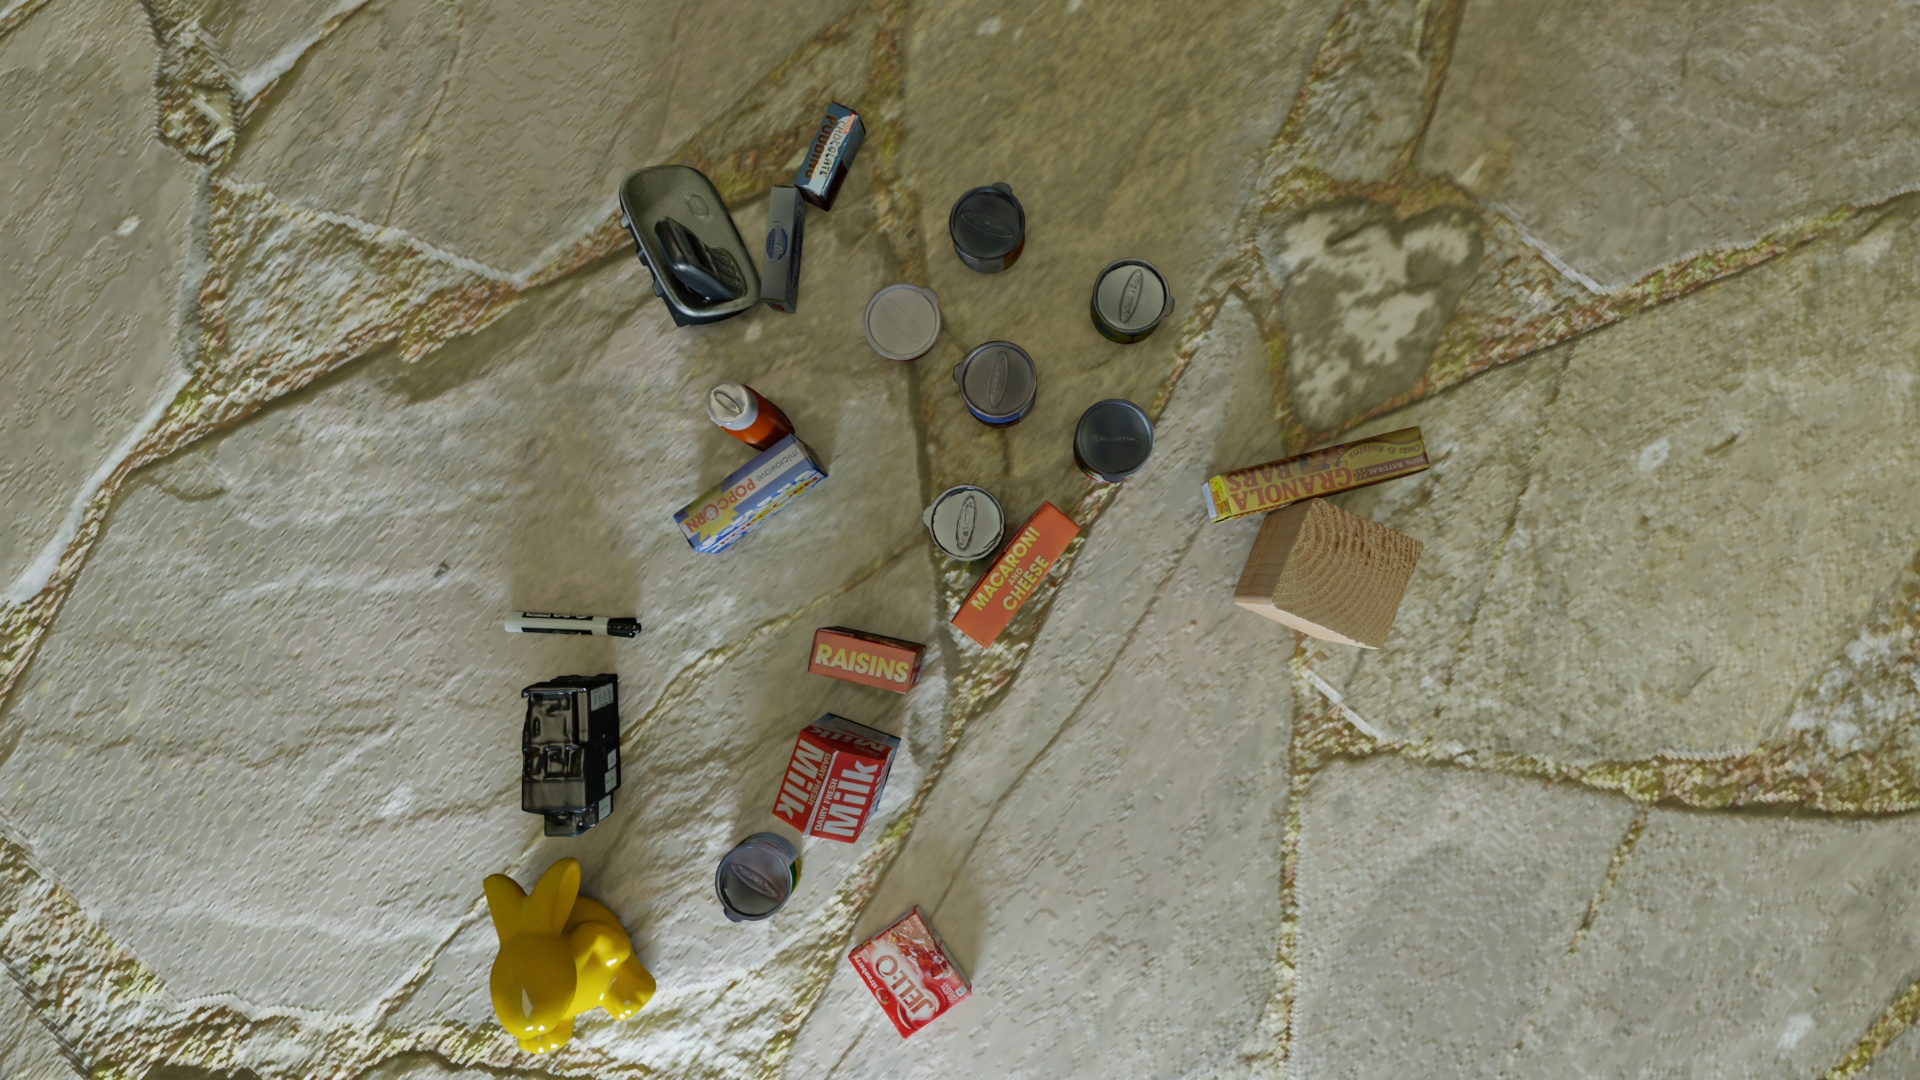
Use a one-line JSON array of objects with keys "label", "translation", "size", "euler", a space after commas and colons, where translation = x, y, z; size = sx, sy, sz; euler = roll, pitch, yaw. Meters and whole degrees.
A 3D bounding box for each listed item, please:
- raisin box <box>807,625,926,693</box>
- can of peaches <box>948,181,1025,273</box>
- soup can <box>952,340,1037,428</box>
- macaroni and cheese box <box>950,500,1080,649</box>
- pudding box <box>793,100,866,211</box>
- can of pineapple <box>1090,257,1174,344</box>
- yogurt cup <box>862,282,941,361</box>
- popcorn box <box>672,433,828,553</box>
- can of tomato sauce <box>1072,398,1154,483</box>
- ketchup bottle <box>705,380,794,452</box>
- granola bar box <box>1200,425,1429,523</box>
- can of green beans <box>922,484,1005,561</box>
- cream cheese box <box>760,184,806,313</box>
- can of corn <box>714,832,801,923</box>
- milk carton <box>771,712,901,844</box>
[{"label": "raisin box", "translation": [-0.077, 0.100, 1.181], "size": [0.086, 0.123, 0.040], "euler": [13, 89, 3]}, {"label": "can of peaches", "translation": [0.026, -0.276, 1.227], "size": [0.071, 0.058, 0.071], "euler": [0, 88, 3]}, {"label": "soup can", "translation": [0.031, -0.135, 1.207], "size": [0.071, 0.084, 0.071], "euler": [0, 88, 3]}, {"label": "macaroni and cheese box", "translation": [0.045, 0.029, 1.157], "size": [0.040, 0.166, 0.123], "euler": [38, 90, 3]}, {"label": "pudding box", "translation": [-0.116, -0.342, 1.240], "size": [0.030, 0.049, 0.083], "euler": [24, 89, 3]}, {"label": "can of pineapple", "translation": [0.149, -0.208, 1.218], "size": [0.071, 0.058, 0.071], "euler": [0, 88, 3]}, {"label": "yogurt cup", "translation": [-0.050, -0.190, 1.228], "size": [0.072, 0.054, 0.072], "euler": [0, 88, 3]}, {"label": "popcorn box", "translation": [-0.181, -0.039, 1.211], "size": [0.127, 0.085, 0.038], "euler": [-35, 87, 1]}, {"label": "can of tomato sauce", "translation": [0.131, -0.082, 1.200], "size": [0.071, 0.083, 0.071], "euler": [0, 88, 3]}, {"label": "ketchup bottle", "translation": [-0.183, -0.107, 1.183], "size": [0.065, 0.149, 0.043], "euler": [38, 90, 3]}, {"label": "granola bar box", "translation": [0.295, -0.053, 1.171], "size": [0.165, 0.124, 0.039], "euler": [-14, 87, 2]}, {"label": "can of green beans", "translation": [0.007, -0.014, 1.216], "size": [0.071, 0.058, 0.071], "euler": [0, 88, 3]}, {"label": "cream cheese box", "translation": [-0.157, -0.258, 1.236], "size": [0.024, 0.053, 0.104], "euler": [5, 88, 3]}, {"label": "can of corn", "translation": [-0.176, 0.293, 1.209], "size": [0.071, 0.058, 0.071], "euler": [0, 88, 3]}, {"label": "milk carton", "translation": [-0.102, 0.195, 1.144], "size": [0.073, 0.190, 0.072], "euler": [19, 89, 3]}]
